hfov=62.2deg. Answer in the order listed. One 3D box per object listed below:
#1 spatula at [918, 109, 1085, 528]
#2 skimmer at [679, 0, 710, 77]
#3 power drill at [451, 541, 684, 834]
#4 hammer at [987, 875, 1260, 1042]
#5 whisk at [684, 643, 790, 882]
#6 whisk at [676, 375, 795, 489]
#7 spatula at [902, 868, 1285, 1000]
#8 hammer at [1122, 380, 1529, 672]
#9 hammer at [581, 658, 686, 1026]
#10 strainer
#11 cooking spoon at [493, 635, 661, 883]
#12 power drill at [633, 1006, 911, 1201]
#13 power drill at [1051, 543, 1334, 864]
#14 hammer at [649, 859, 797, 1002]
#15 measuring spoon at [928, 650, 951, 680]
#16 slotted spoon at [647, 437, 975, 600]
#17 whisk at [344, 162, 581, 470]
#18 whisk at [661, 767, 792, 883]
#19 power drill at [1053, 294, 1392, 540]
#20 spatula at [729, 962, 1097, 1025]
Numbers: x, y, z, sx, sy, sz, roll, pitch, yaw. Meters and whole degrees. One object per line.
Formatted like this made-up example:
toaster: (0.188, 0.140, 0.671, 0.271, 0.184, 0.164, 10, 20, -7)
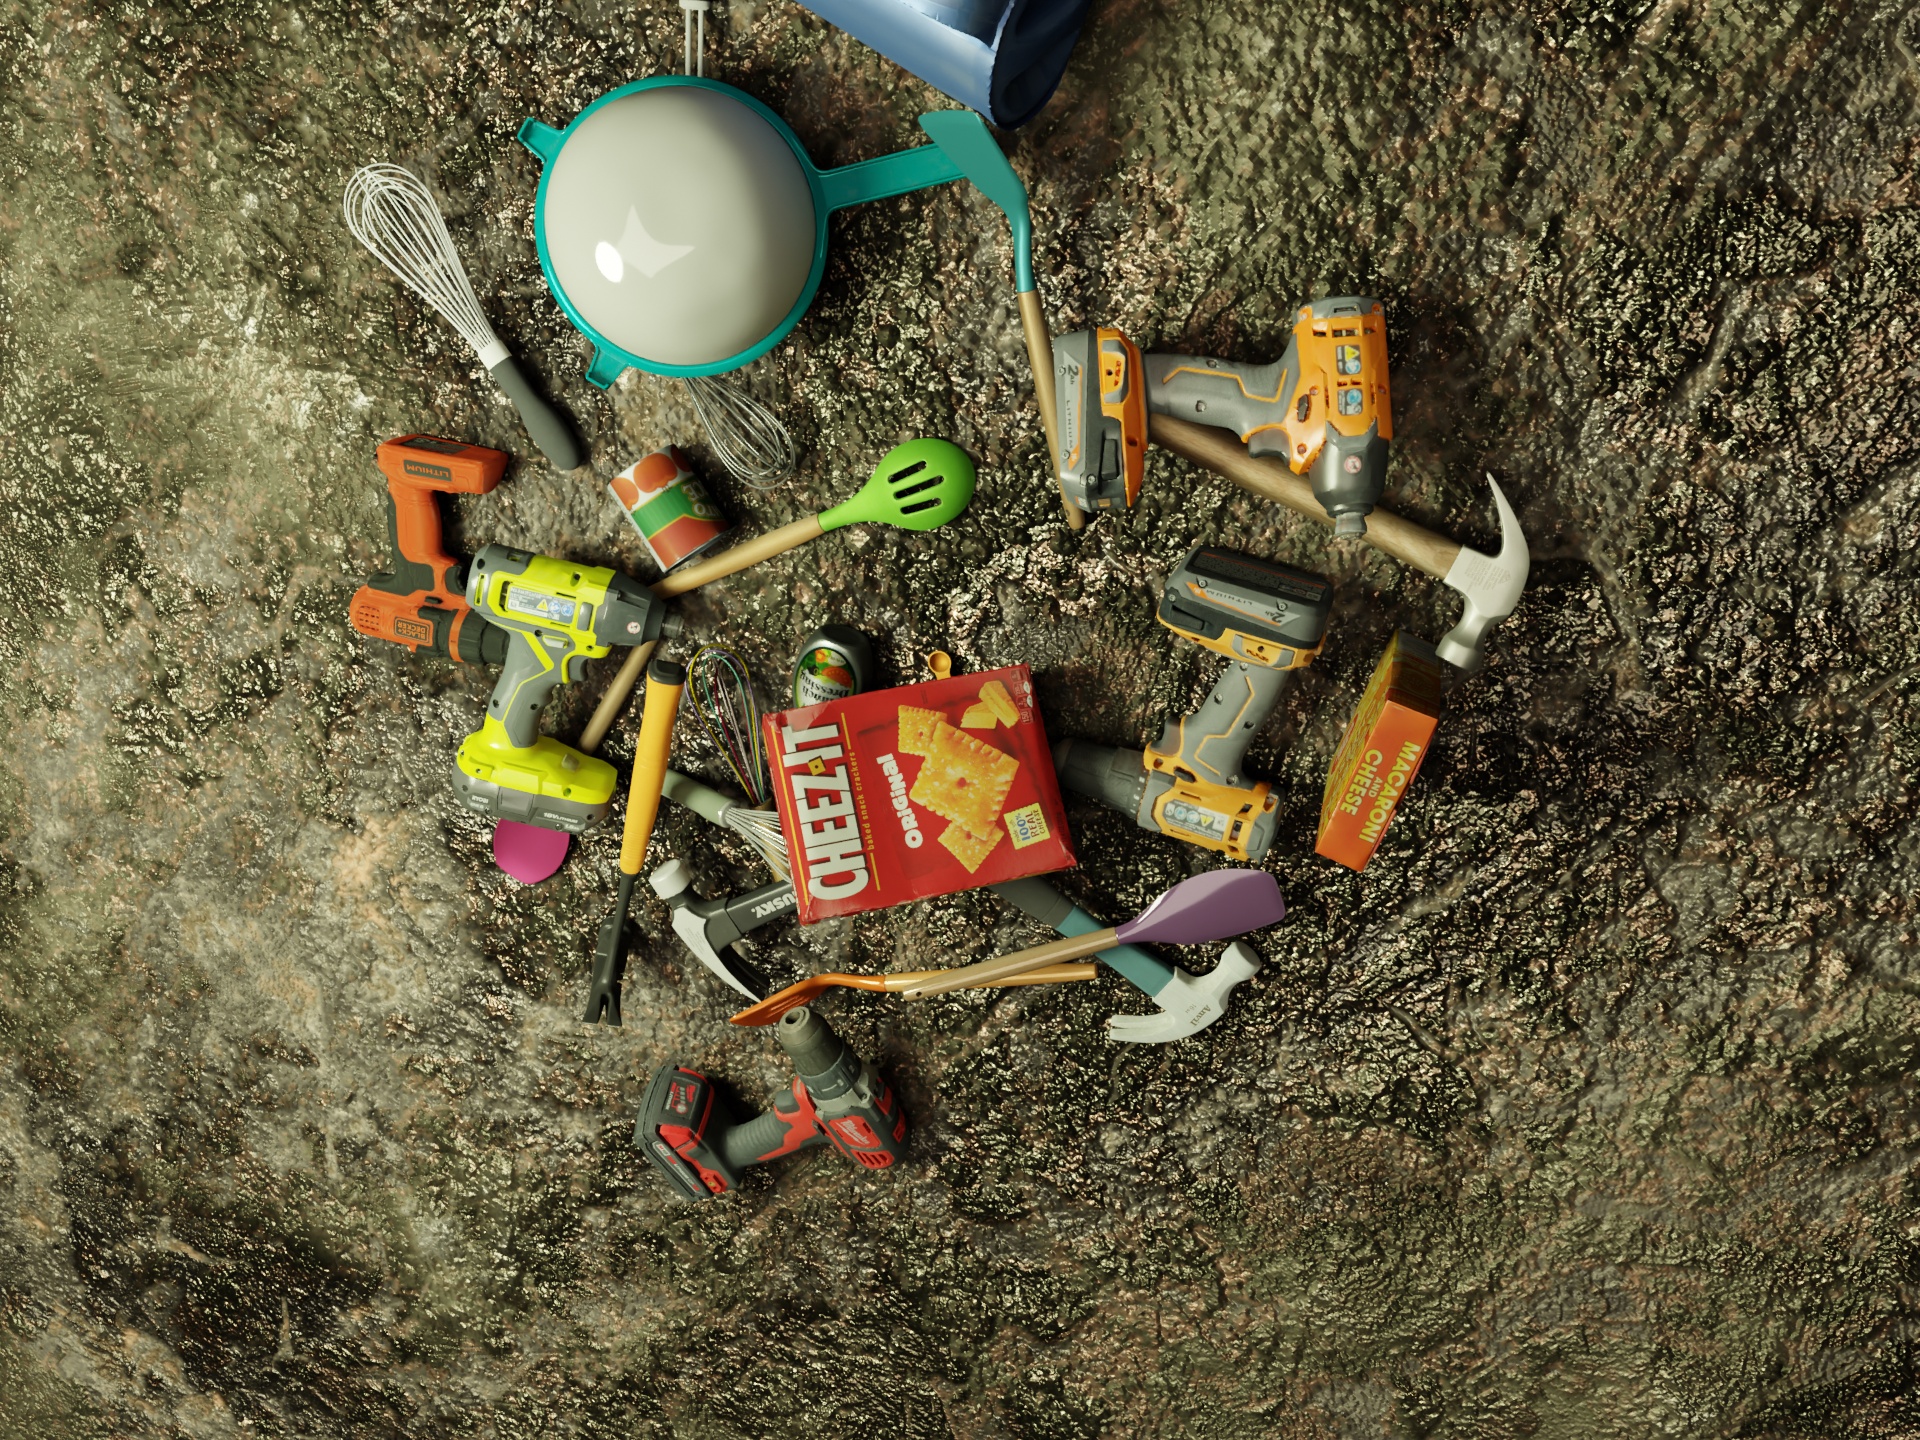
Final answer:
spatula: (0.044, -0.282, 1.146, 0.082, 0.044, 0.317, 28, 139, 55)
skimmer: (-0.203, -0.457, 1.156, 0.127, 0.090, 0.363, 8, 111, 10)
power drill: (-0.334, -0.024, 1.332, 0.171, 0.080, 0.223, 14, 114, -7)
hammer: (0.074, 0.150, 1.292, 0.331, 0.033, 0.128, 35, 113, -6)
whisk: (-0.174, 0.048, 1.359, 0.051, 0.047, 0.244, -5, 112, 31)
whisk: (-0.219, -0.276, 1.253, 0.239, 0.055, 0.055, 47, 115, 2)
spatula: (0.101, 0.177, 1.271, 0.316, 0.018, 0.059, -18, 109, 13)
hammer: (0.250, -0.166, 1.144, 0.331, 0.031, 0.130, 28, 104, 9)
hammer: (-0.274, 0.100, 1.340, 0.034, 0.127, 0.336, 10, 121, -12)
strainer: (-0.137, -0.364, 1.112, 0.340, 0.095, 0.211, -14, 101, 1)
cooking spoon: (-0.334, 0.027, 1.411, 0.069, 0.017, 0.318, 35, 116, -2)
power drill: (-0.176, 0.339, 1.416, 0.227, 0.080, 0.187, -15, 125, 20)
power drill: (0.172, -0.014, 1.207, 0.185, 0.084, 0.226, 18, 118, 13)
hammer: (-0.089, 0.128, 1.344, 0.335, 0.035, 0.146, -24, 109, 17)
measuring spoon: (-0.002, -0.004, 1.302, 0.021, 0.011, 0.116, -10, 109, 20)
slotted spoon: (-0.131, -0.148, 1.281, 0.314, 0.031, 0.070, -19, 103, 24)
whisk: (-0.397, -0.324, 1.289, 0.070, 0.070, 0.284, -29, 104, 24)
whisk: (-0.187, 0.082, 1.328, 0.246, 0.057, 0.059, 21, 98, 37)
power drill: (0.182, -0.200, 1.097, 0.226, 0.084, 0.164, -4, 85, 8)
spatula: (-0.040, 0.236, 1.378, 0.322, 0.081, 0.041, -6, 75, 15)
